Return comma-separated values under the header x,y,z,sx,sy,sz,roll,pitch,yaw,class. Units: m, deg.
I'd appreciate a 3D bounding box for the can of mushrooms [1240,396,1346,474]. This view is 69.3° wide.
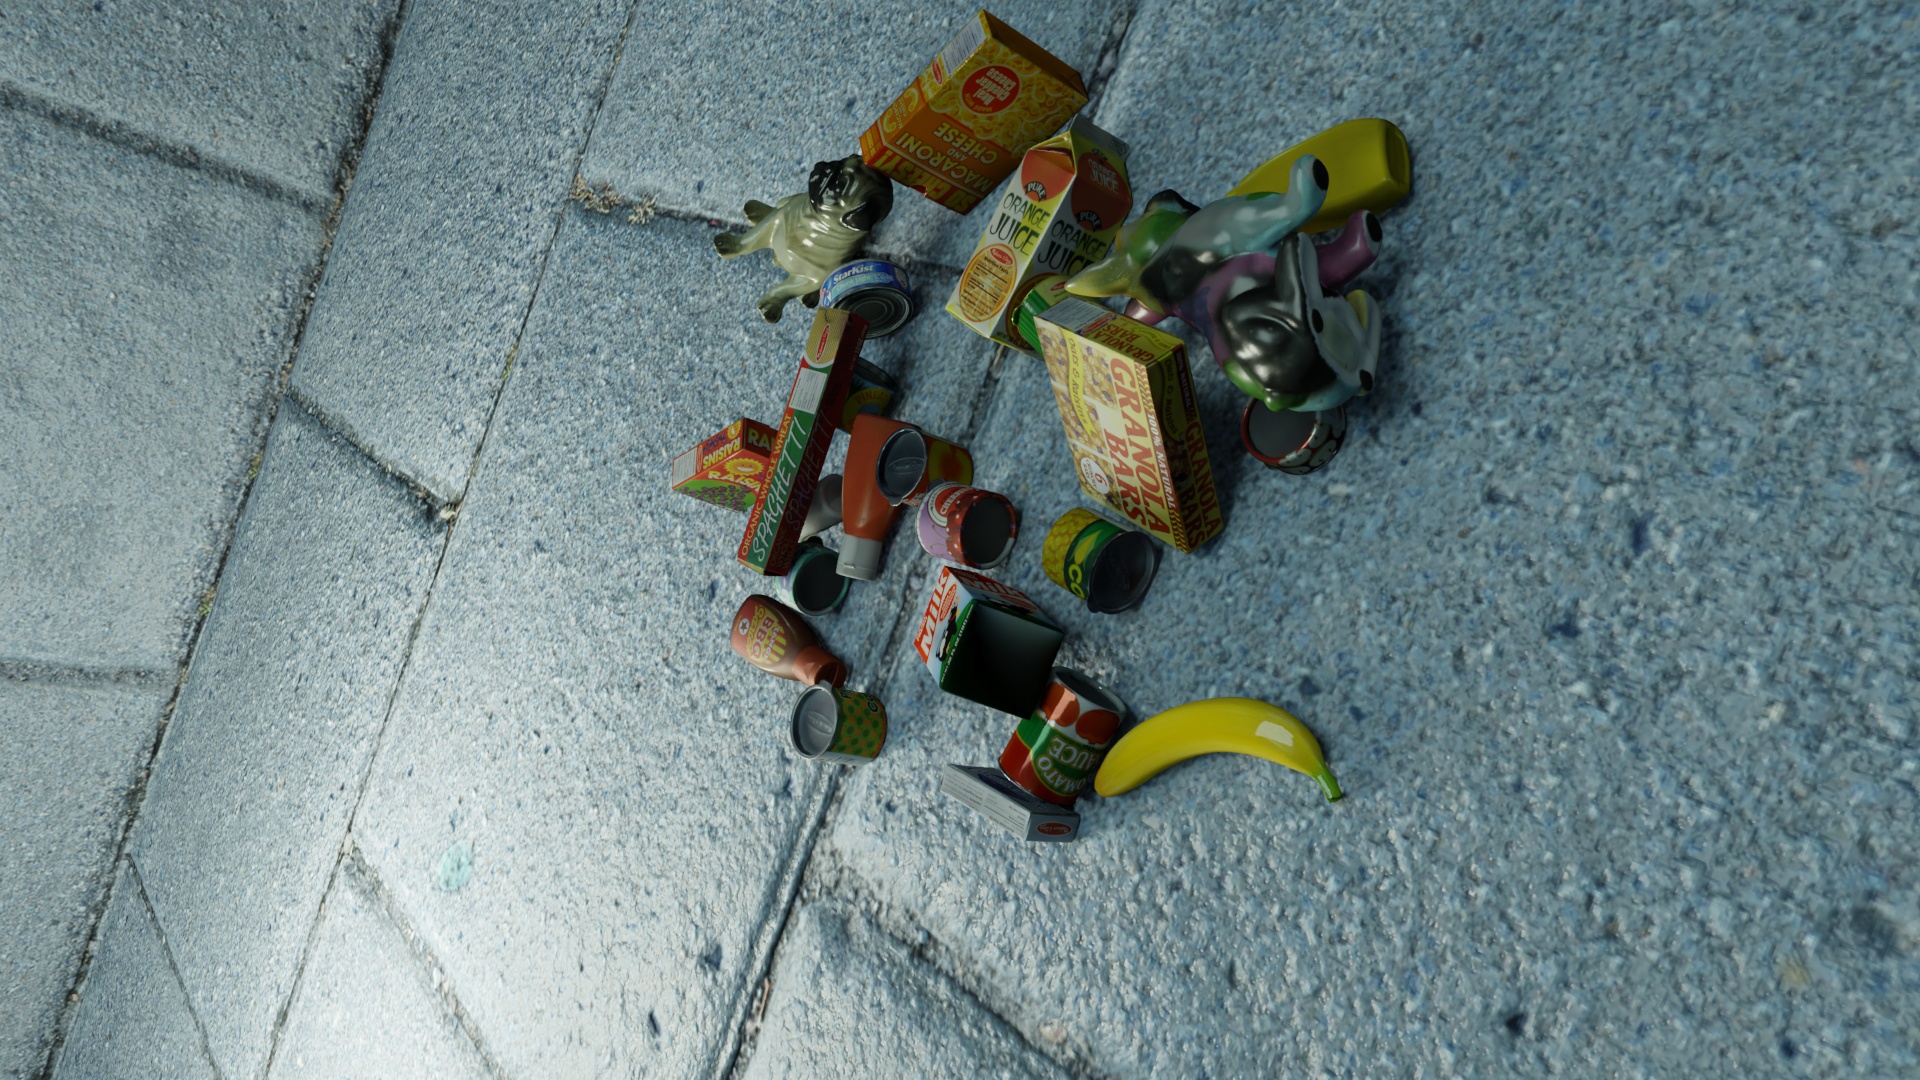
x,y,z,sx,sy,sz,roll,pitch,yaw,class
0.229,-0.080,0.966,0.071,0.033,0.071,-16,67,42,can of mushrooms

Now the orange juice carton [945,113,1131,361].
x,y,z,sx,sy,sz,roll,pitch,yaw,class
0.073,-0.255,1.159,0.073,0.072,0.192,42,109,45,orange juice carton

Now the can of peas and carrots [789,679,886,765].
x,y,z,sx,sy,sz,roll,pitch,yaw,class
-0.107,0.161,1.226,0.071,0.059,0.071,-17,65,42,can of peas and carrots

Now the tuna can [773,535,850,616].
x,y,z,sx,sy,sz,roll,pitch,yaw,class
-0.136,0.033,1.293,0.033,0.071,0.071,22,94,47,tuna can

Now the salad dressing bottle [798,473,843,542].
x,y,z,sx,sy,sz,roll,pitch,yaw,class
-0.157,-0.020,1.342,0.147,0.044,0.064,-26,15,47,salad dressing bottle

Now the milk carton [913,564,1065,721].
x,y,z,sx,sy,sz,roll,pitch,yaw,class
0.015,0.072,1.084,0.191,0.073,0.072,-139,70,-77,milk carton

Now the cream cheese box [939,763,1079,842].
x,y,z,sx,sy,sz,roll,pitch,yaw,class
0.036,0.201,1.065,0.104,0.053,0.024,20,95,48,cream cheese box

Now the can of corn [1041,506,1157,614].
x,y,z,sx,sy,sz,roll,pitch,yaw,class
0.102,0.016,1.043,0.058,0.071,0.071,31,101,48,can of corn

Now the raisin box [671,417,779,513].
x,y,z,sx,sy,sz,roll,pitch,yaw,class
-0.220,-0.075,1.402,0.123,0.086,0.040,-23,57,41,raisin box

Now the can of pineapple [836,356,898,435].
x,y,z,sx,sy,sz,roll,pitch,yaw,class
-0.101,-0.137,1.310,0.057,0.071,0.071,-57,44,18,can of pineapple

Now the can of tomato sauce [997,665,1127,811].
x,y,z,sx,sy,sz,roll,pitch,yaw,class
0.077,0.146,1.029,0.071,0.071,0.083,40,107,45,can of tomato sauce

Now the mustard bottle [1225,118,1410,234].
x,y,z,sx,sy,sz,roll,pitch,yaw,class
0.241,-0.250,0.997,0.160,0.049,0.065,-11,74,45,mustard bottle

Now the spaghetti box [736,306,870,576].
x,y,z,sx,sy,sz,roll,pitch,yaw,class
-0.145,-0.090,1.268,0.050,0.029,0.250,20,92,46,spaghetti box

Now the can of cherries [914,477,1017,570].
x,y,z,sx,sy,sz,roll,pitch,yaw,class
0.004,-0.014,1.156,0.058,0.071,0.071,17,90,48,can of cherries

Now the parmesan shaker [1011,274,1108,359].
x,y,z,sx,sy,sz,roll,pitch,yaw,class
0.096,-0.157,1.105,0.071,0.071,0.103,-54,46,20,parmesan shaker

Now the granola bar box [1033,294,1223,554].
x,y,z,sx,sy,sz,roll,pitch,yaw,class
0.122,-0.084,0.997,0.039,0.164,0.124,-34,39,-19,granola bar box

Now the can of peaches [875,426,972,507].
x,y,z,sx,sy,sz,roll,pitch,yaw,class
-0.032,-0.059,1.218,0.071,0.058,0.071,-16,67,42,can of peaches

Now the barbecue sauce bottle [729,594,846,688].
x,y,z,sx,sy,sz,roll,pitch,yaw,class
-0.162,0.103,1.314,0.149,0.043,0.065,26,96,47,barbecue sauce bottle

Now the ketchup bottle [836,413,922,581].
x,y,z,sx,sy,sz,roll,pitch,yaw,class
-0.081,-0.039,1.269,0.065,0.043,0.148,13,90,20,ketchup bottle

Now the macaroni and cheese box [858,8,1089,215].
x,y,z,sx,sy,sz,roll,pitch,yaw,class
0.010,-0.371,1.225,0.166,0.124,0.040,-37,52,34,macaroni and cheese box
